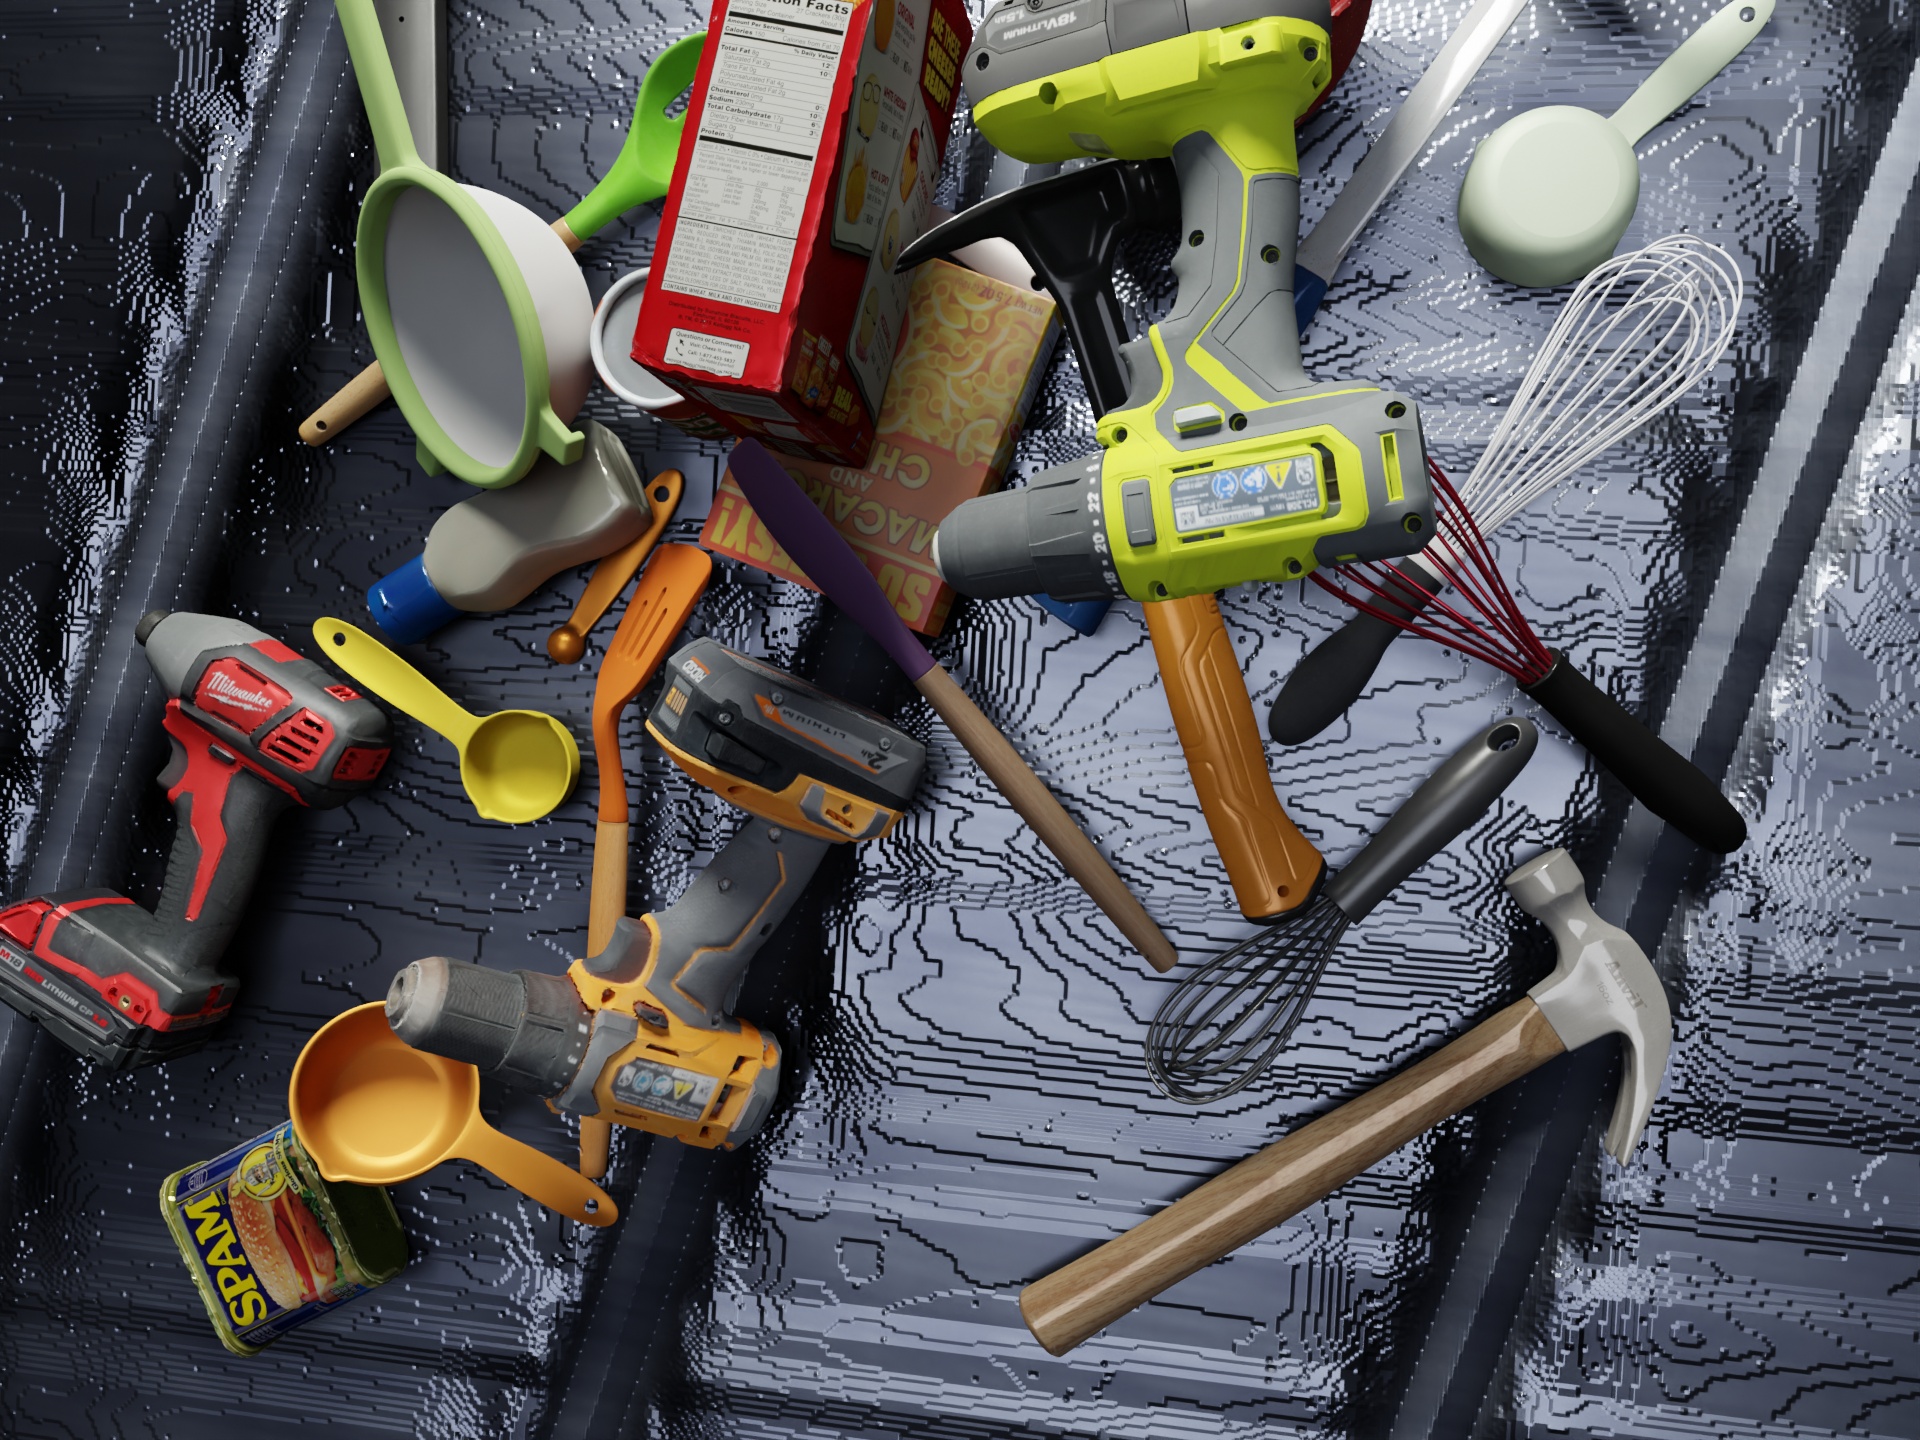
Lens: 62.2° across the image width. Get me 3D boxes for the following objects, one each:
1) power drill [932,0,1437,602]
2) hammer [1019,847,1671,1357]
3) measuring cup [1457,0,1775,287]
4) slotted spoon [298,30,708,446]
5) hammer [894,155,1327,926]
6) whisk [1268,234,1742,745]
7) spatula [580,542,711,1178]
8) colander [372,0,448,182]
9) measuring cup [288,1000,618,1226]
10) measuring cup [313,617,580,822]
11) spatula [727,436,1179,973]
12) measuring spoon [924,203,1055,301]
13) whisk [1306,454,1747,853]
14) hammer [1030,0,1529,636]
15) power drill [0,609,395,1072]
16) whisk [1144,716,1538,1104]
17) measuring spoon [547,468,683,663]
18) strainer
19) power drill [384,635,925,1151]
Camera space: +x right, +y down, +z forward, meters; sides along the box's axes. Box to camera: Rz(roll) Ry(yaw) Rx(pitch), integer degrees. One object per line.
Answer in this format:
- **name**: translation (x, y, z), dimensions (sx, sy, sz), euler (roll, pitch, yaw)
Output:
- **power drill**: translation (0.070, -0.158, 0.610), dimensions (0.190, 0.080, 0.228), euler (-8, 90, 20)
- **hammer**: translation (0.173, 0.202, 0.737), dimensions (0.331, 0.031, 0.130), euler (-34, 84, 9)
- **measuring cup**: translation (0.298, -0.267, 0.707), dimensions (0.167, 0.038, 0.083), euler (-43, 83, 10)
- **slotted spoon**: translation (-0.217, -0.235, 0.806), dimensions (0.314, 0.031, 0.070), euler (-34, 108, 11)
- **hammer**: translation (0.082, -0.068, 0.691), dimensions (0.127, 0.034, 0.337), euler (-20, 96, -5)
- **whisk**: translation (0.235, -0.098, 0.715), dimensions (0.070, 0.070, 0.284), euler (42, 102, 7)
- **spatula**: translation (-0.165, 0.073, 0.790), dimensions (0.041, 0.081, 0.322), euler (0, 100, -30)
- **colander**: translation (-0.291, -0.417, 0.784), dimensions (0.204, 0.094, 0.397), euler (-1, 90, 10)
- **measuring cup**: translation (-0.252, 0.210, 0.800), dimensions (0.173, 0.052, 0.095), euler (32, 63, -8)
- **measuring cup**: translation (-0.261, -0.005, 0.810), dimensions (0.156, 0.029, 0.062), euler (35, 94, 5)
- **spatula**: translation (-0.001, -0.002, 0.737), dimensions (0.018, 0.060, 0.316), euler (-44, 99, -23)
- **measuring spoon**: translation (-0.002, -0.237, 0.772), dimensions (0.124, 0.018, 0.034), euler (32, 95, 8)
- **whisk**: translation (0.233, -0.034, 0.680), dimensions (0.295, 0.073, 0.073), euler (38, 97, -12)
- **hammer**: translation (0.166, -0.209, 0.716), dimensions (0.144, 0.035, 0.405), euler (43, 102, 35)
- **power drill**: translation (-0.403, 0.055, 0.819), dimensions (0.143, 0.078, 0.219), euler (32, 92, 7)
- **whisk**: translation (0.176, 0.086, 0.728), dimensions (0.239, 0.055, 0.055), euler (-45, 83, 3)
- **measuring spoon**: translation (-0.176, -0.079, 0.807), dimensions (0.021, 0.011, 0.117), euler (35, 96, 8)
- **strainer**: translation (-0.232, -0.241, 0.746), dimensions (0.151, 0.069, 0.256), euler (5, 114, 46)
- **power drill**: translation (-0.137, 0.079, 0.729), dimensions (0.185, 0.084, 0.226), euler (24, 95, -32)
